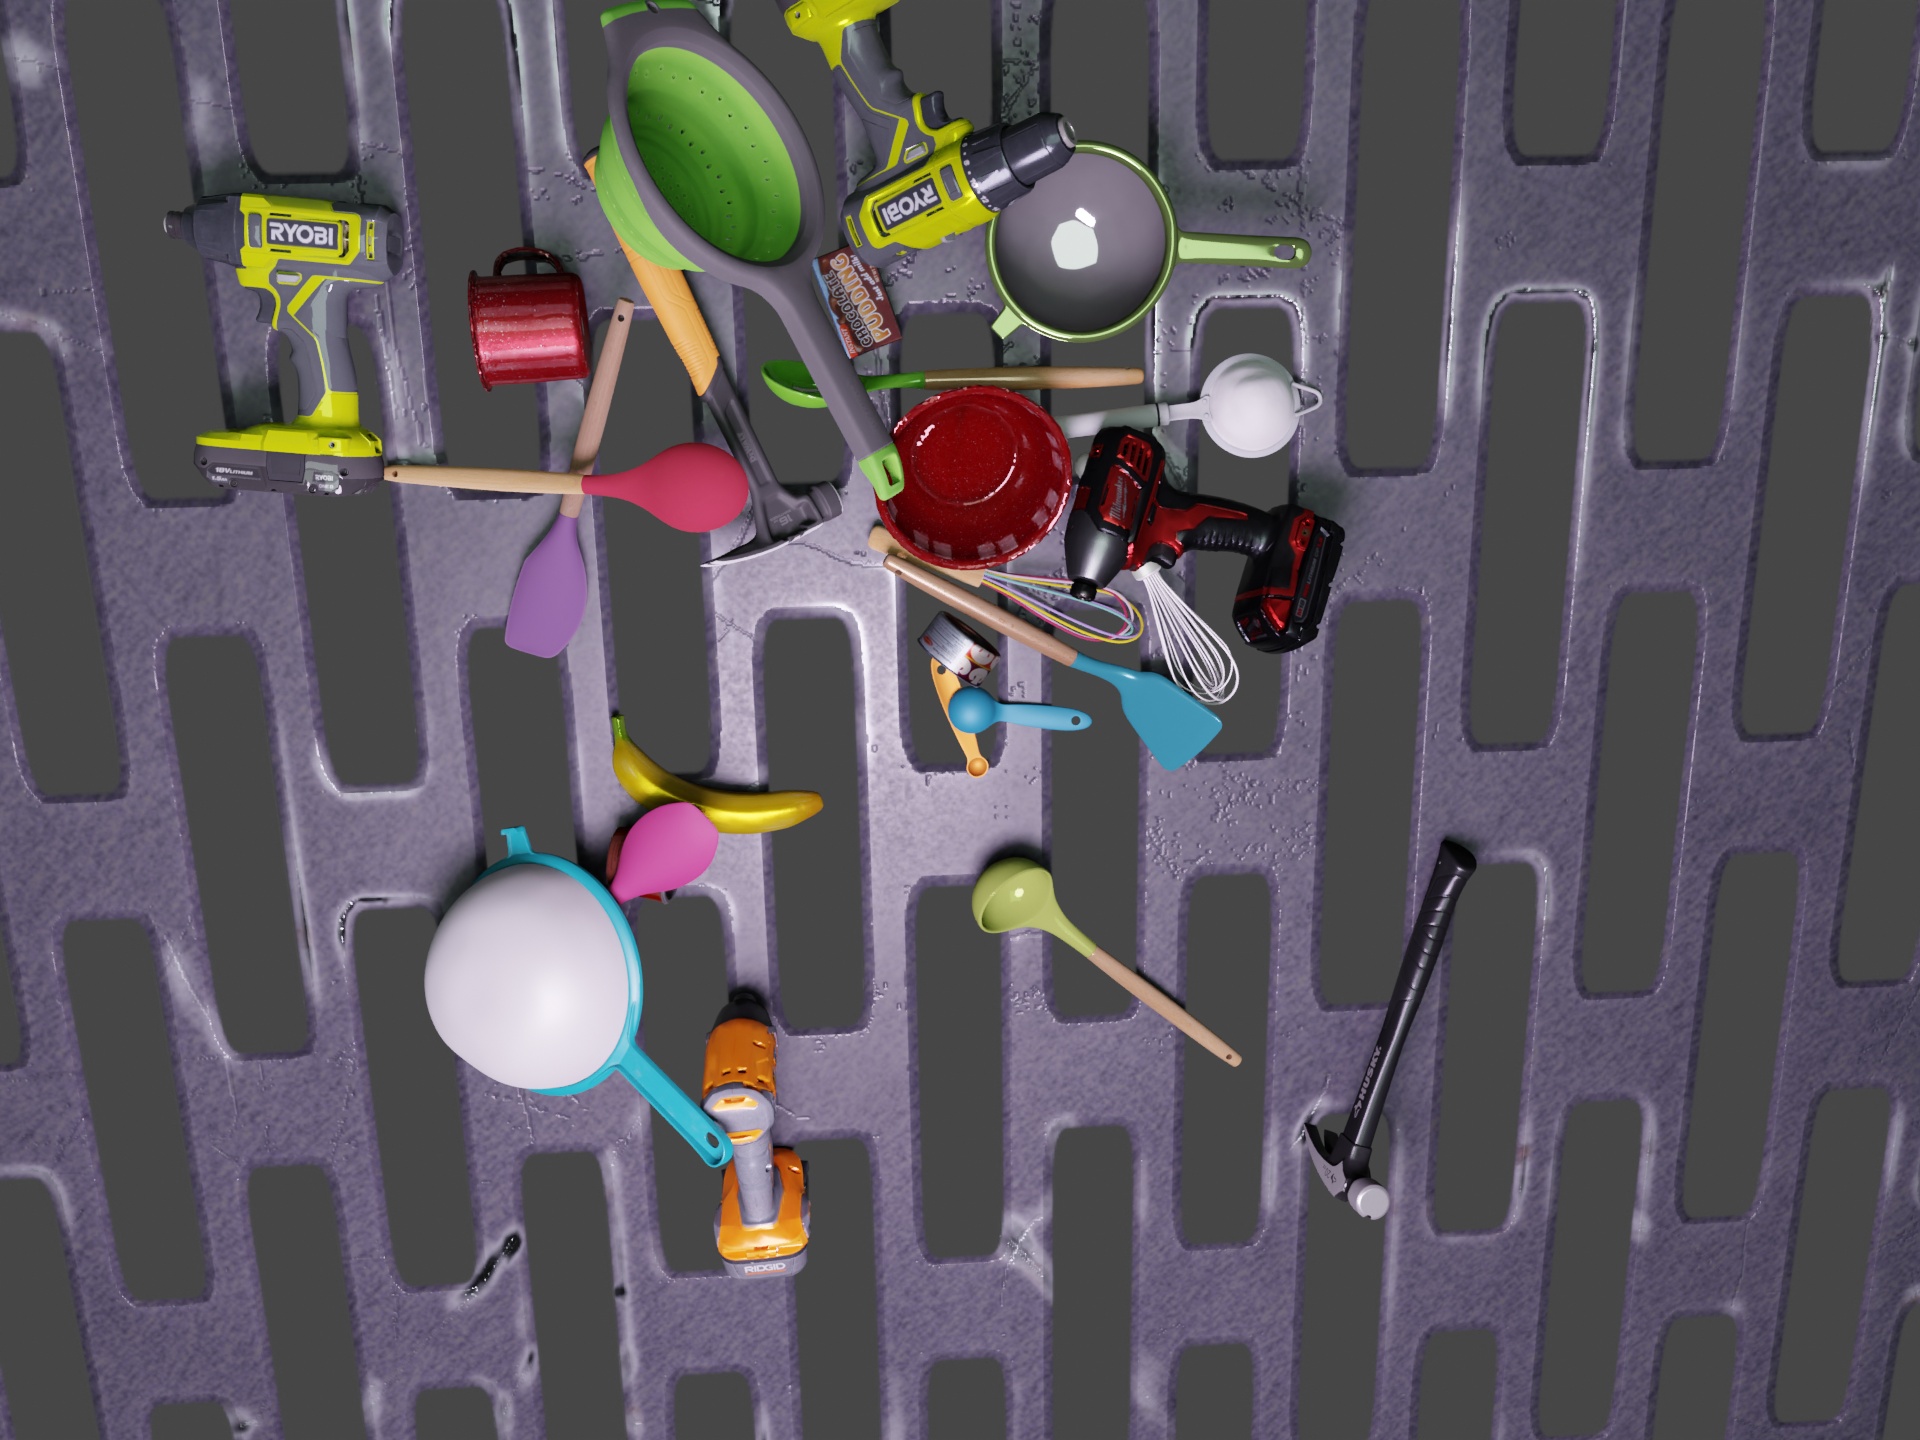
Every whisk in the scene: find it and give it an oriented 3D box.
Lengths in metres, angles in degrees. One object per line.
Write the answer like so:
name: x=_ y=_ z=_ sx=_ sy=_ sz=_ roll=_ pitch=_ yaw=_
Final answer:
whisk: x=0.040 y=-0.118 z=1.346 sx=0.245 sy=0.051 sz=0.047 roll=19 pitch=83 yaw=-5
whisk: x=0.164 y=-0.119 z=1.347 sx=0.059 sy=0.058 sz=0.246 roll=-23 pitch=104 yaw=34

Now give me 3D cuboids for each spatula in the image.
spatula: x=0.073 y=-0.058 z=1.346 sx=0.317 sy=0.044 sz=0.082 roll=27 pitch=137 yaw=-15
spatula: x=-0.308 y=-0.189 z=1.287 sx=0.059 sy=0.018 sz=0.315 roll=16 pitch=115 yaw=-12

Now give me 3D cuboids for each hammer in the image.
hammer: x=-0.216 y=-0.290 z=1.261 sx=0.127 sy=0.034 sz=0.336 roll=-31 pitch=104 yaw=-27
hammer: x=0.397 y=0.270 z=1.446 sx=0.035 sy=0.146 sz=0.335 roll=18 pitch=92 yaw=-9

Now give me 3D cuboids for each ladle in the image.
ladle: x=-0.319 y=-0.189 z=1.257 sx=0.315 sy=0.031 sz=0.069 roll=5 pitch=102 yaw=15
ladle: x=0.140 y=0.229 z=1.438 sx=0.320 sy=0.062 sz=0.078 roll=38 pitch=102 yaw=-15

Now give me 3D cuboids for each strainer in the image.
strainer: x=-0.329 y=0.257 z=1.308 sx=0.340 sy=0.095 sz=0.211 roll=38 pitch=109 yaw=21
strainer: x=0.175 y=-0.253 z=1.314 sx=0.258 sy=0.050 sz=0.087 roll=-7 pitch=90 yaw=2
strainer: x=0.145 y=-0.375 z=1.261 sx=0.256 sy=0.069 sz=0.151 roll=1 pitch=102 yaw=-4

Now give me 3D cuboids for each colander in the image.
colander: x=-0.168 y=-0.337 z=1.208 sx=0.094 sy=0.204 sz=0.397 roll=-20 pitch=103 yaw=38

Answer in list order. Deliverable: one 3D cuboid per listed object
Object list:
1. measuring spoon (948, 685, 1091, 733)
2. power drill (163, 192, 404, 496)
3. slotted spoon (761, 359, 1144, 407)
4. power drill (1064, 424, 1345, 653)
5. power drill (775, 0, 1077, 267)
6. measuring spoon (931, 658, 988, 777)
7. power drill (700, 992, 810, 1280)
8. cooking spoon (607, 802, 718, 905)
measuring spoon: x=0.054 y=-0.004 z=1.379 sx=0.128 sy=0.021 sz=0.042 roll=5 pitch=98 yaw=-10
power drill: x=-0.528 y=-0.293 z=1.239 sx=0.171 sy=0.080 sz=0.223 roll=4 pitch=102 yaw=-4
slotted spoon: x=-0.004 y=-0.276 z=1.291 sx=0.313 sy=0.070 sz=0.031 roll=-3 pitch=125 yaw=-8
power drill: x=0.190 y=-0.137 z=1.299 sx=0.219 sy=0.078 sz=0.143 roll=20 pitch=81 yaw=-14
power drill: x=-0.029 y=-0.475 z=1.179 sx=0.190 sy=0.080 sz=0.228 roll=-16 pitch=101 yaw=31
measuring spoon: x=-0.002 y=-0.004 z=1.387 sx=0.021 sy=0.011 sz=0.117 roll=-22 pitch=103 yaw=-7
power drill: x=-0.184 y=0.363 z=1.414 sx=0.084 sy=0.164 sz=0.226 roll=-6 pitch=118 yaw=-2
cooking spoon: x=-0.319 y=0.172 z=1.364 sx=0.319 sy=0.017 sz=0.068 roll=-40 pitch=99 yaw=25
